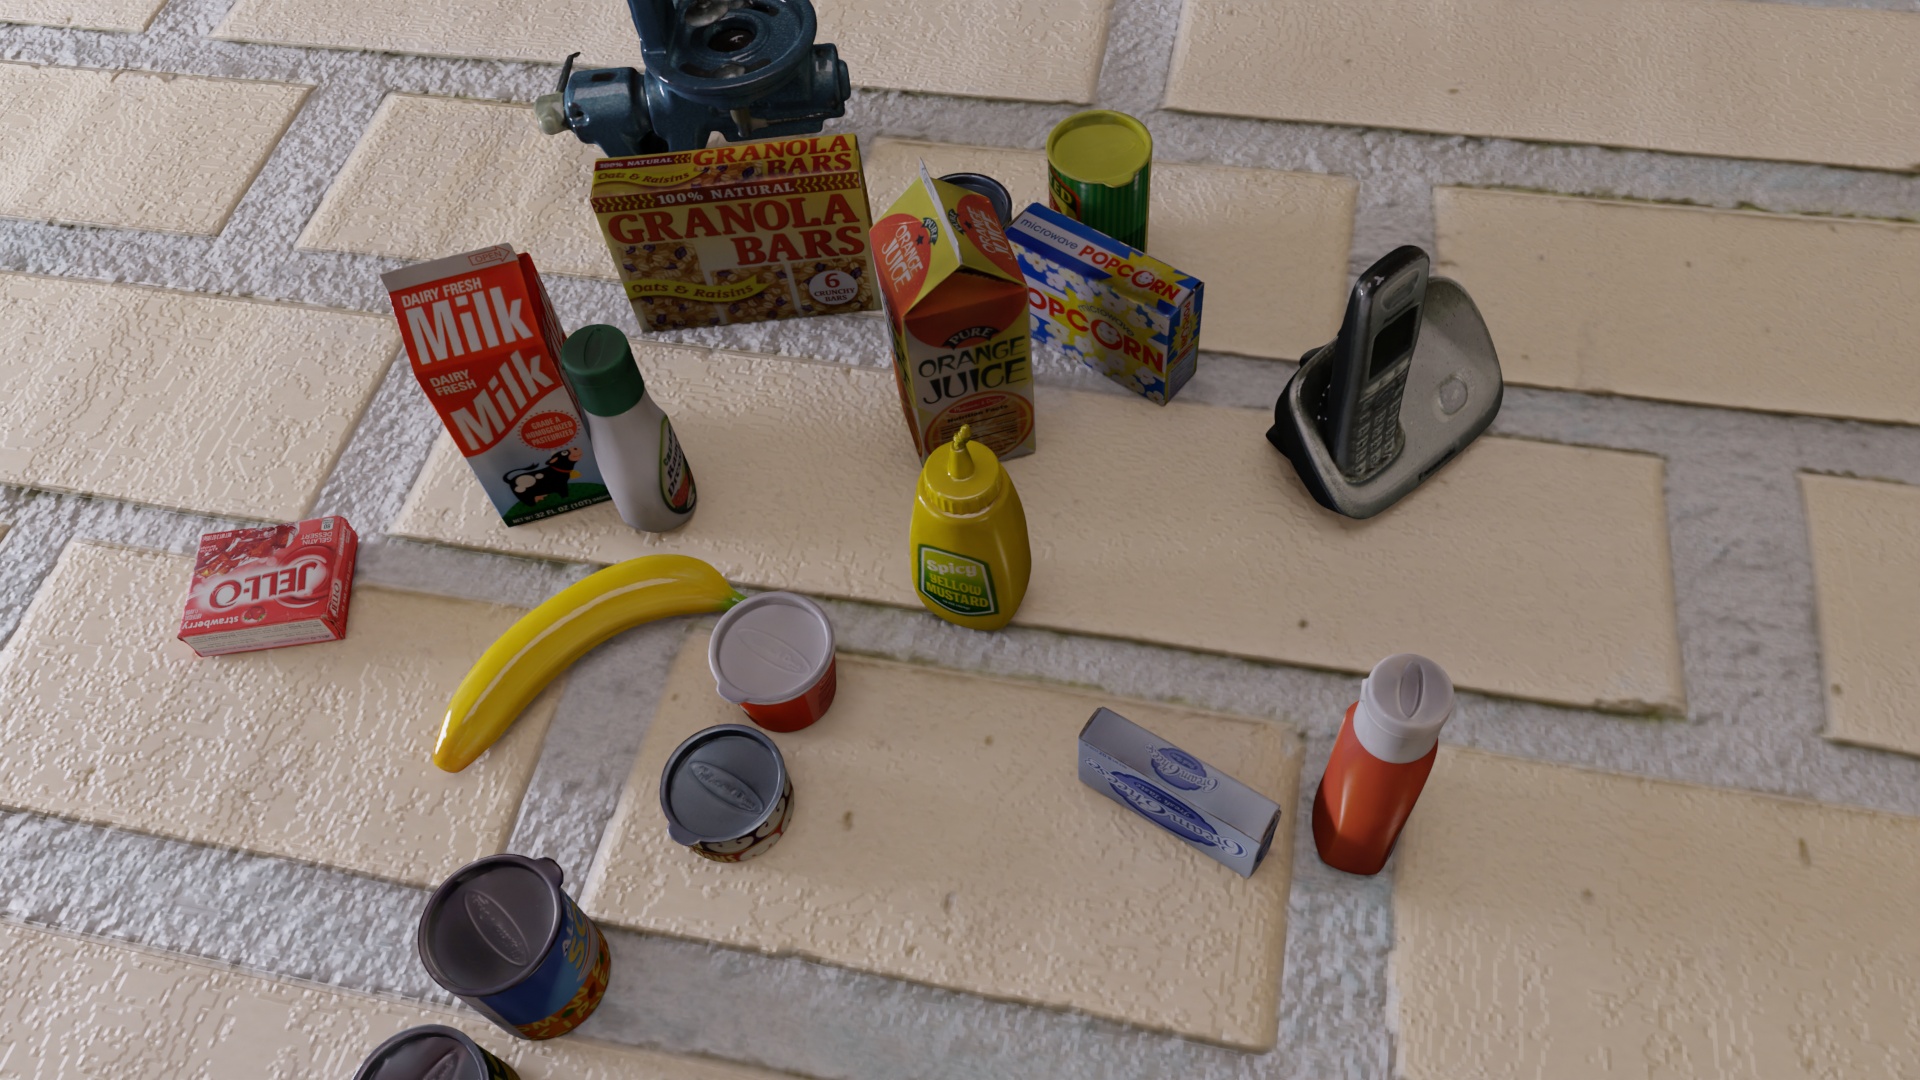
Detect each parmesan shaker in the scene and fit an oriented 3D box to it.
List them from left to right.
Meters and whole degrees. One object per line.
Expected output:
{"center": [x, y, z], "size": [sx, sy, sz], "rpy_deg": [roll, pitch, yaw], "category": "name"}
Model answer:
{"center": [0.091, -0.215, 0.901], "size": [0.071, 0.102, 0.071], "rpy_deg": [-2, 57, 4], "category": "parmesan shaker"}

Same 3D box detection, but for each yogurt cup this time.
{"center": [-0.099, 0.069, 0.759], "size": [0.072, 0.053, 0.073], "rpy_deg": [-2, 57, 4], "category": "yogurt cup"}

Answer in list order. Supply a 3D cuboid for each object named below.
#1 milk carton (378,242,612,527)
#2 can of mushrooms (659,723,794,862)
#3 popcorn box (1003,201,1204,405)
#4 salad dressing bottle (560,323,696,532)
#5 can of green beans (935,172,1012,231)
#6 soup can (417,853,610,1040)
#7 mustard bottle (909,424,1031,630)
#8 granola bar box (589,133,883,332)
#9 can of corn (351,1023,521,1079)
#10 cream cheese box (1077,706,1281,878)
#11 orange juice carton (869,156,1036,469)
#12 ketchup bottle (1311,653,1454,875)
{"center": [-0.262, -0.096, 0.801], "size": [0.072, 0.189, 0.074], "rpy_deg": [-16, 57, -5], "category": "milk carton"}
{"center": [-0.123, 0.135, 0.730], "size": [0.071, 0.033, 0.071], "rpy_deg": [-2, 56, 4], "category": "can of mushrooms"}
{"center": [0.087, -0.148, 0.868], "size": [0.127, 0.084, 0.038], "rpy_deg": [32, 65, 23], "category": "popcorn box"}
{"center": [-0.190, -0.062, 0.798], "size": [0.044, 0.147, 0.064], "rpy_deg": [-2, 57, 4], "category": "salad dressing bottle"}
{"center": [0.003, -0.201, 0.927], "size": [0.071, 0.057, 0.071], "rpy_deg": [-2, 57, 4], "category": "can of green beans"}
{"center": [-0.209, 0.195, 0.668], "size": [0.071, 0.083, 0.072], "rpy_deg": [-2, 57, 4], "category": "soup can"}
{"center": [0.003, -0.009, 0.738], "size": [0.065, 0.159, 0.049], "rpy_deg": [14, 59, 14], "category": "mustard bottle"}
{"center": [-0.139, -0.196, 0.897], "size": [0.166, 0.123, 0.039], "rpy_deg": [-5, 57, 2], "category": "granola bar box"}
{"center": [-0.237, 0.265, 0.639], "size": [0.071, 0.058, 0.071], "rpy_deg": [-2, 57, 4], "category": "can of corn"}
{"center": [0.109, 0.127, 0.702], "size": [0.104, 0.053, 0.024], "rpy_deg": [28, 63, 21], "category": "cream cheese box"}
{"center": [-0.003, -0.124, 0.796], "size": [0.073, 0.191, 0.072], "rpy_deg": [-16, 57, -5], "category": "orange juice carton"}
{"center": [0.197, 0.103, 0.653], "size": [0.043, 0.148, 0.065], "rpy_deg": [10, 58, 12], "category": "ketchup bottle"}
